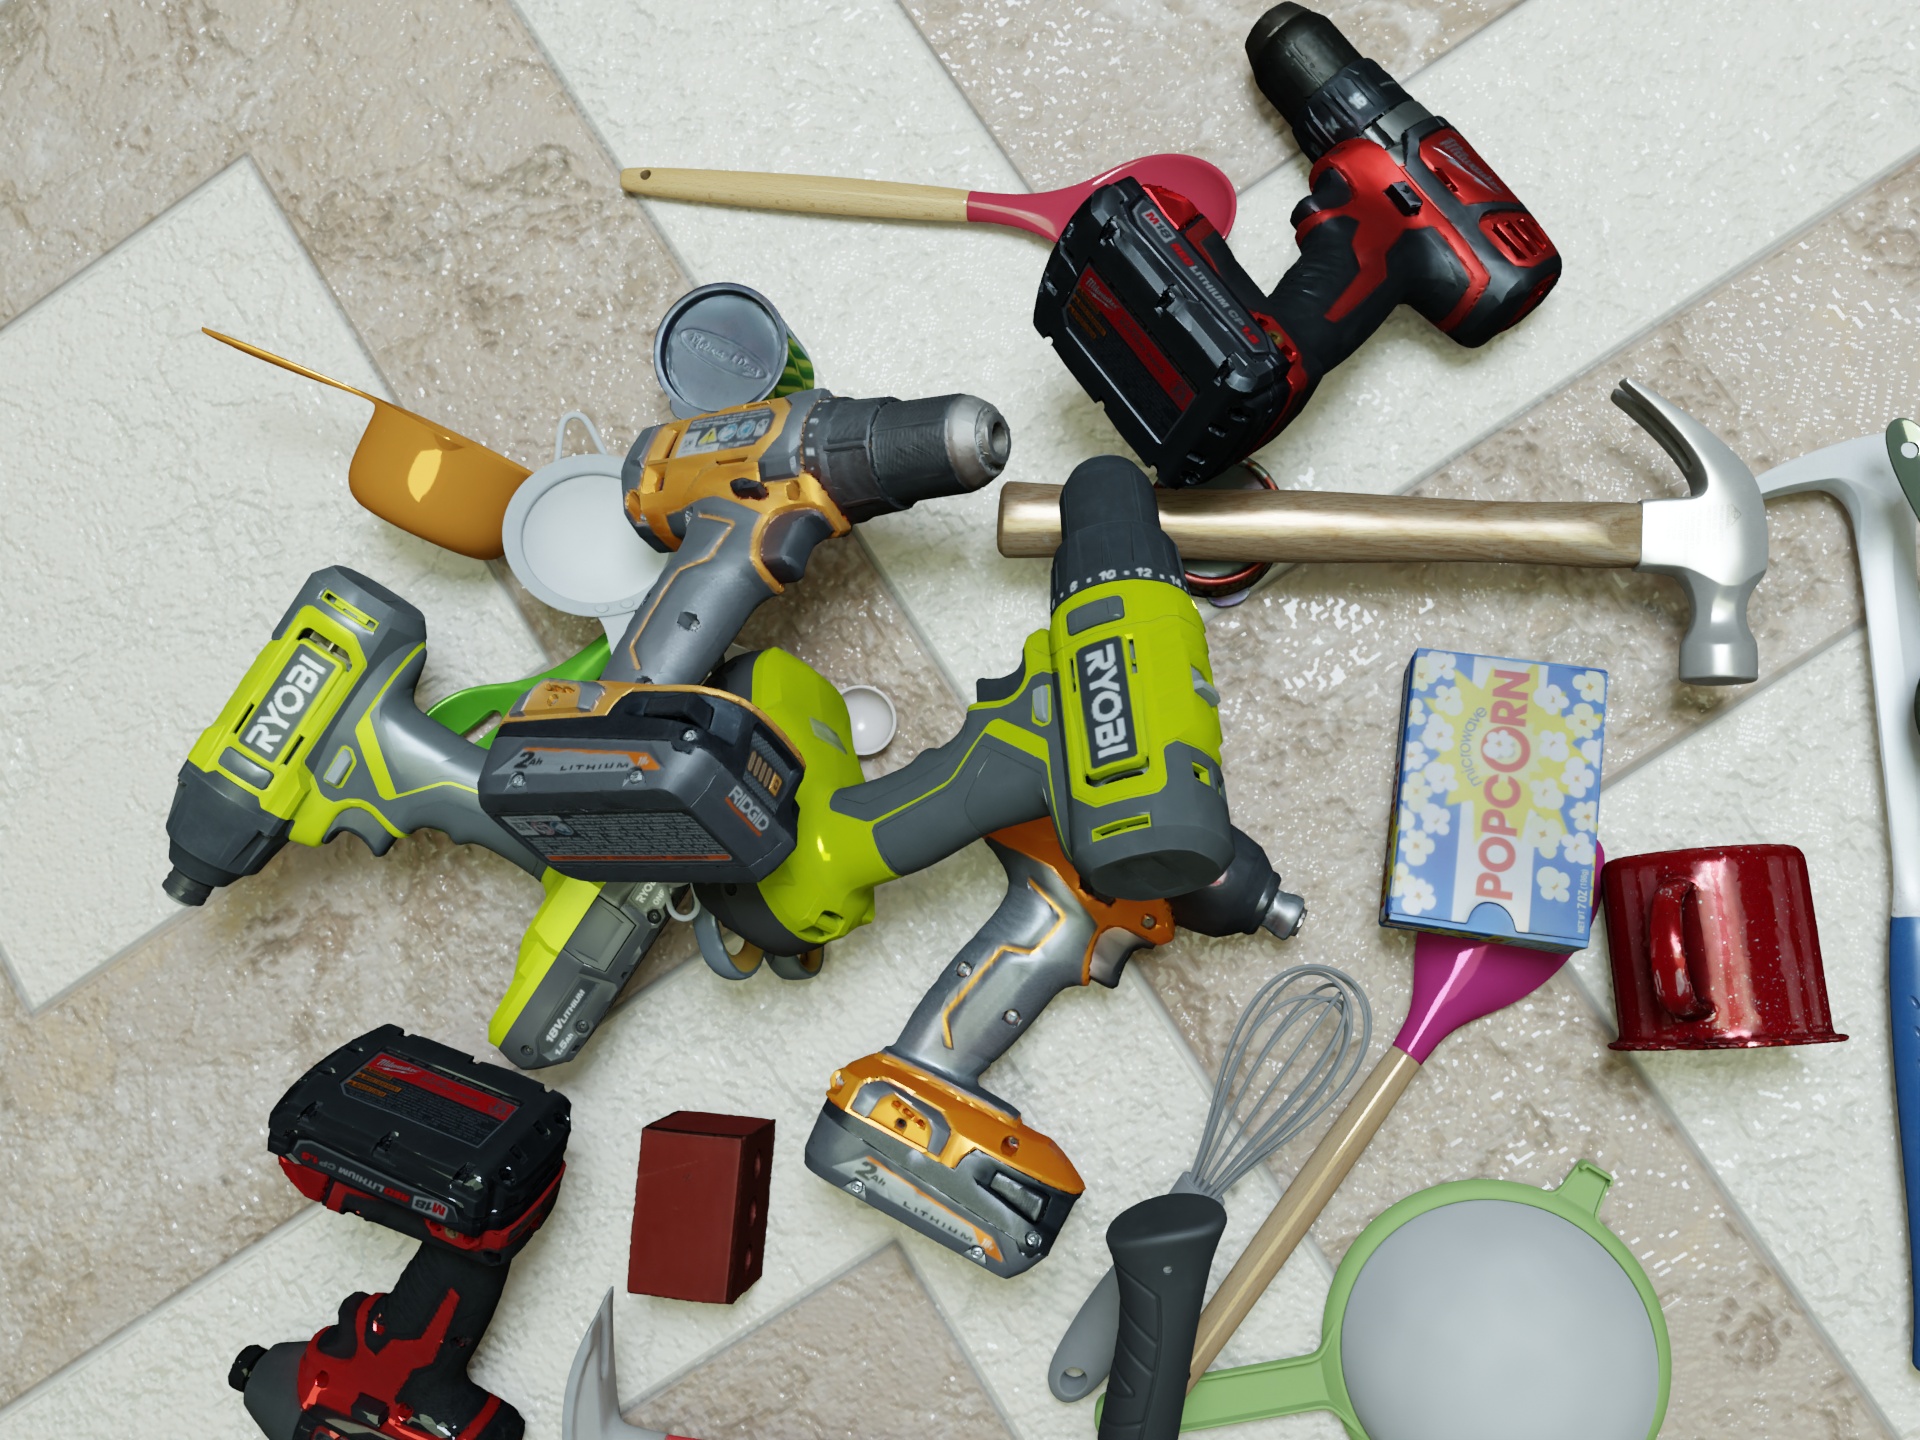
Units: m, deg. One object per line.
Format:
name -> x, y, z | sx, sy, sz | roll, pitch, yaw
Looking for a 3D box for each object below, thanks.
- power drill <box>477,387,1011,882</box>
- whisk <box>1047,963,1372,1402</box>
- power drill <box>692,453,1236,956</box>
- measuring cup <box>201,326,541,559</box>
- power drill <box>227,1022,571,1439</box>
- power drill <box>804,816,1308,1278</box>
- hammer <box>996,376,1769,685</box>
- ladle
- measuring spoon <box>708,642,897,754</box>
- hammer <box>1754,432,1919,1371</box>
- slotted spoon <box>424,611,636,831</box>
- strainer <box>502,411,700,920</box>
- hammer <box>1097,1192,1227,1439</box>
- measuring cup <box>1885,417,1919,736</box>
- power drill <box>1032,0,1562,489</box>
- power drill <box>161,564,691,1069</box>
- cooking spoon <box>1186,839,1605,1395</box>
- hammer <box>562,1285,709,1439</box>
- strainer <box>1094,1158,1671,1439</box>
power drill -> -0.083, -0.047, 0.662 | 0.185, 0.084, 0.226 | -3, 53, 29
whisk -> 0.106, 0.210, 0.715 | 0.055, 0.055, 0.239 | 33, 98, 10
power drill -> -0.001, -0.002, 0.680 | 0.228, 0.080, 0.191 | -18, 59, 25
measuring cup -> -0.292, -0.132, 0.773 | 0.173, 0.095, 0.052 | 24, 94, -11
power drill -> -0.262, 0.260, 0.728 | 0.143, 0.078, 0.219 | 18, 110, 10
power drill -> 0.045, 0.127, 0.720 | 0.164, 0.084, 0.226 | 26, 85, 10
hammer -> 0.182, -0.088, 0.709 | 0.331, 0.031, 0.130 | 3, 85, 8
ladle -> -0.021, -0.258, 0.792 | 0.315, 0.031, 0.069 | 8, 77, 11
measuring spoon -> -0.088, -0.019, 0.778 | 0.124, 0.018, 0.034 | 23, 102, 4
hammer -> 0.412, 0.074, 0.693 | 0.144, 0.035, 0.405 | -3, 84, 8
slotted spoon -> -0.149, -0.054, 0.792 | 0.314, 0.031, 0.070 | -39, 85, 1
strainer -> -0.156, -0.026, 0.740 | 0.087, 0.050, 0.259 | -11, 66, -16
hammer -> 0.071, 0.348, 0.664 | 0.146, 0.035, 0.334 | 9, 106, 5
measuring cup -> 0.422, -0.047, 0.666 | 0.083, 0.038, 0.168 | -21, 80, 5
power drill -> 0.140, -0.221, 0.704 | 0.227, 0.080, 0.188 | -32, 79, -27
power drill -> -0.247, 0.057, 0.744 | 0.223, 0.080, 0.171 | 33, 91, -3
cooking spoon -> 0.186, 0.171, 0.714 | 0.069, 0.017, 0.319 | 36, 84, 10
hammer -> 0.013, 0.342, 0.707 | 0.386, 0.038, 0.143 | 5, 108, 6
strainer -> 0.183, 0.290, 0.688 | 0.256, 0.069, 0.151 | -12, 83, 6
